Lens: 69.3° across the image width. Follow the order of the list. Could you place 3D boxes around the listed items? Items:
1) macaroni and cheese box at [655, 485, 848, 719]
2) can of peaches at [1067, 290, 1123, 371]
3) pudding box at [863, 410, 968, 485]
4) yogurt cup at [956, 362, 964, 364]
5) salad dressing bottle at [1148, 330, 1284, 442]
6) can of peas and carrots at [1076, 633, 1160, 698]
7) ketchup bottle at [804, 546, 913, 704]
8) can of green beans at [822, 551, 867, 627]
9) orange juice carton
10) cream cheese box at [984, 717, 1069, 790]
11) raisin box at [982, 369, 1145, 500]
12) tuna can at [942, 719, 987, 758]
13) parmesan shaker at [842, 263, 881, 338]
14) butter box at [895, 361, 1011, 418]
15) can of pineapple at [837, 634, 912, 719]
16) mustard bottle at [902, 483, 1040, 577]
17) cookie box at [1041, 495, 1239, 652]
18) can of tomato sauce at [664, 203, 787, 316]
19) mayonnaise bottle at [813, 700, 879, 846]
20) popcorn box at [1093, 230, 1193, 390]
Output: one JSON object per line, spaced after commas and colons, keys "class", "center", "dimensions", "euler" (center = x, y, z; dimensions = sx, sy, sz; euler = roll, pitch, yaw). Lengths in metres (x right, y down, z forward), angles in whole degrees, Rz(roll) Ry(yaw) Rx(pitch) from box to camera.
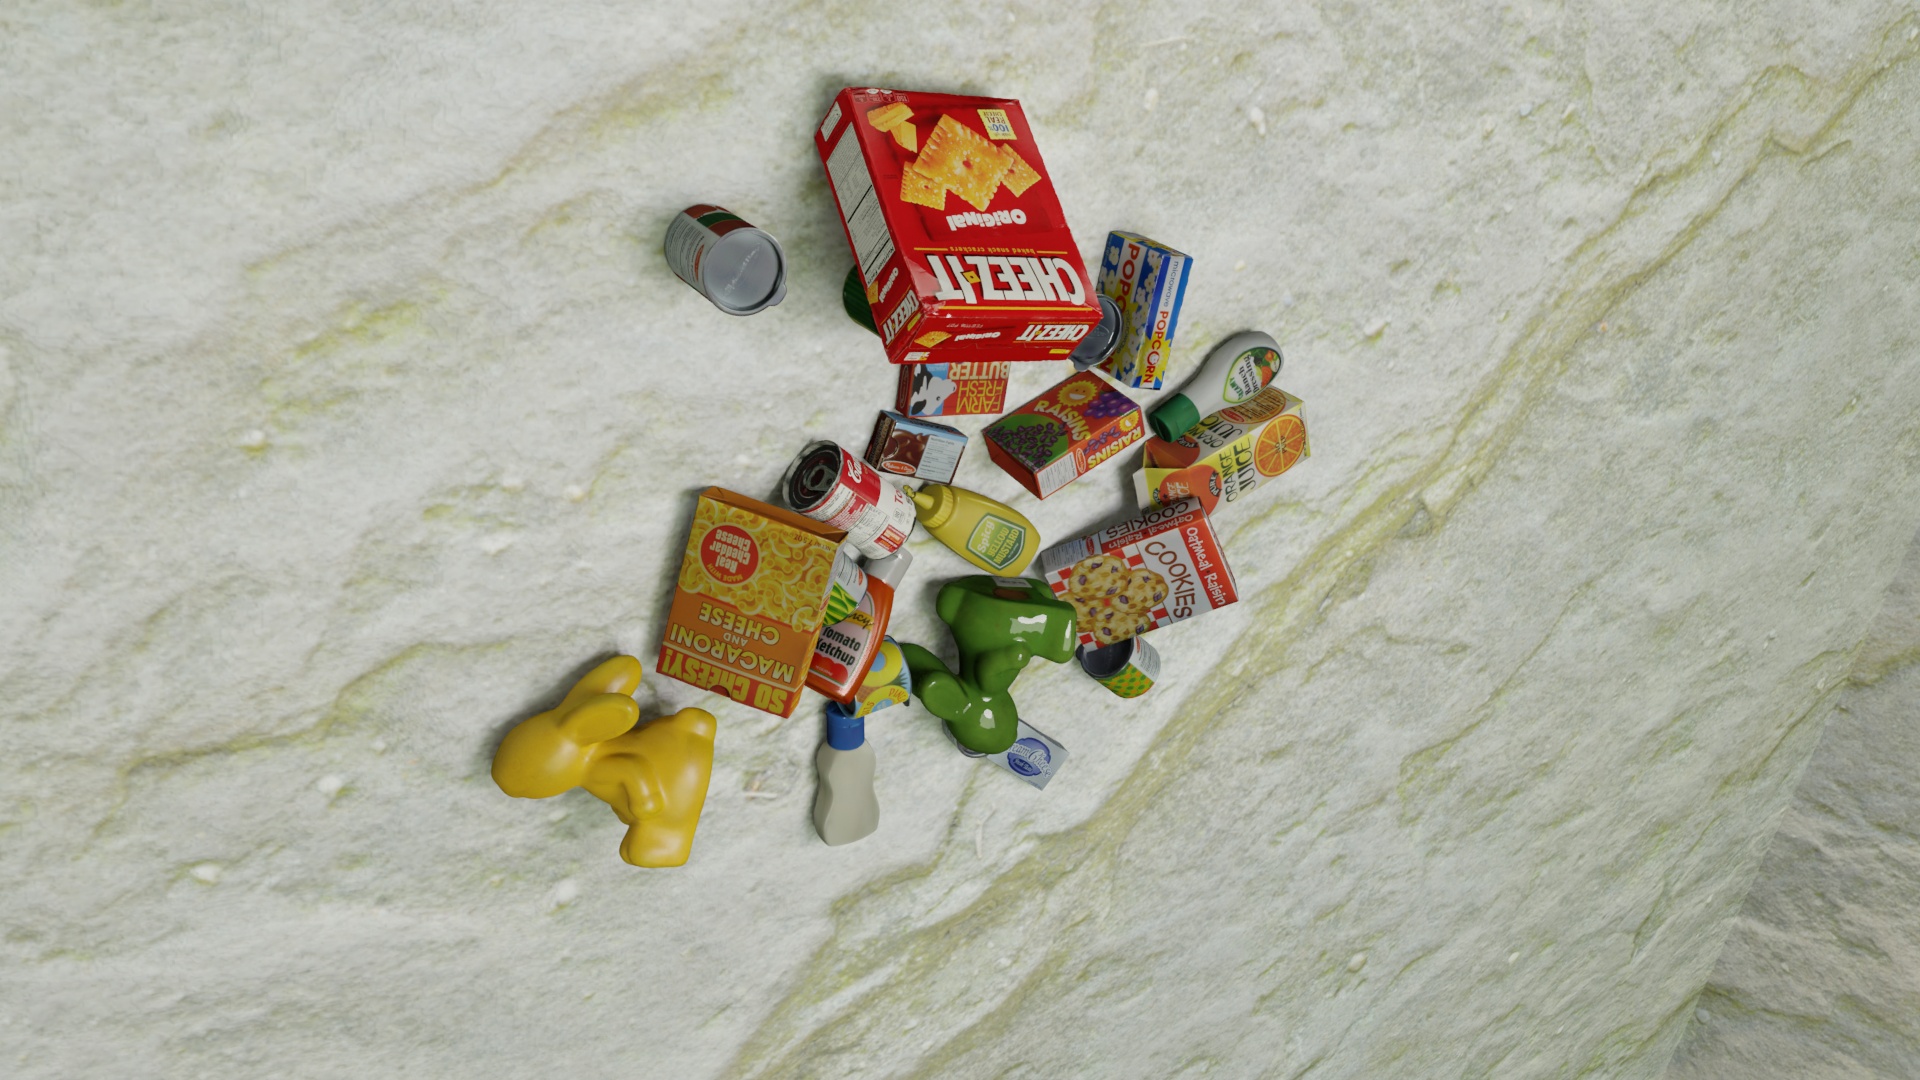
{"class": "macaroni and cheese box", "center": [-0.177, 0.053, 1.168], "dimensions": [0.124, 0.040, 0.166], "euler": [19, 107, 5]}
{"class": "can of peaches", "center": [0.103, -0.196, 1.258], "dimensions": [0.071, 0.058, 0.071], "euler": [-16, 122, -27]}
{"class": "pudding box", "center": [-0.039, -0.083, 1.240], "dimensions": [0.084, 0.030, 0.049], "euler": [9, 109, -37]}
{"class": "yogurt cup", "center": [0.026, -0.187, 1.209], "dimensions": [0.054, 0.072, 0.072], "euler": [5, 111, -44]}
{"class": "salad dressing bottle", "center": [0.256, -0.153, 1.391], "dimensions": [0.148, 0.044, 0.064], "euler": [-36, 127, -13]}
{"class": "can of peas and carrots", "center": [0.167, 0.127, 1.466], "dimensions": [0.071, 0.071, 0.058], "euler": [-52, 131, 0]}
{"class": "ketchup bottle", "center": [-0.093, 0.070, 1.251], "dimensions": [0.149, 0.065, 0.043], "euler": [-61, 171, -17]}
{"class": "can of green beans", "center": [-0.125, 0.033, 1.220], "dimensions": [0.071, 0.071, 0.057], "euler": [-46, 129, -5]}
{"class": "orange juice carton", "center": [0.256, -0.083, 1.409], "dimensions": [0.193, 0.073, 0.071], "euler": [-30, 127, -17]}
{"class": "cream cheese box", "center": [0.067, 0.223, 1.474], "dimensions": [0.103, 0.024, 0.053], "euler": [36, 90, -40]}
{"class": "raisin box", "center": [0.096, -0.100, 1.284], "dimensions": [0.124, 0.086, 0.040], "euler": [-32, 134, -16]}
{"class": "tuna can", "center": [0.019, 0.184, 1.416], "dimensions": [0.071, 0.033, 0.070], "euler": [-15, 121, -27]}
{"class": "parmesan shaker", "center": [-0.042, -0.191, 1.134], "dimensions": [0.071, 0.103, 0.071], "euler": [-15, 121, -27]}
{"class": "butter box", "center": [-0.005, -0.139, 1.237], "dimensions": [0.104, 0.024, 0.053], "euler": [-5, 116, -32]}
{"class": "can of pineapple", "center": [-0.085, 0.129, 1.295], "dimensions": [0.058, 0.071, 0.070], "euler": [-17, 122, -25]}
{"class": "mustard bottle", "center": [0.005, -0.016, 1.291], "dimensions": [0.160, 0.049, 0.065], "euler": [26, 97, -40]}
{"class": "cookie box", "center": [0.182, 0.035, 1.396], "dimensions": [0.167, 0.040, 0.122], "euler": [-20, 129, 12]}
{"class": "can of tomato sauce", "center": [-0.176, -0.212, 1.046], "dimensions": [0.071, 0.083, 0.070], "euler": [-15, 122, -27]}
{"class": "mayonnaise bottle", "center": [-0.111, 0.224, 1.347], "dimensions": [0.065, 0.041, 0.147], "euler": [-14, 120, -29]}
{"class": "popcorn box", "center": [0.160, -0.211, 1.270], "dimensions": [0.038, 0.085, 0.126], "euler": [-2, 115, -31]}
